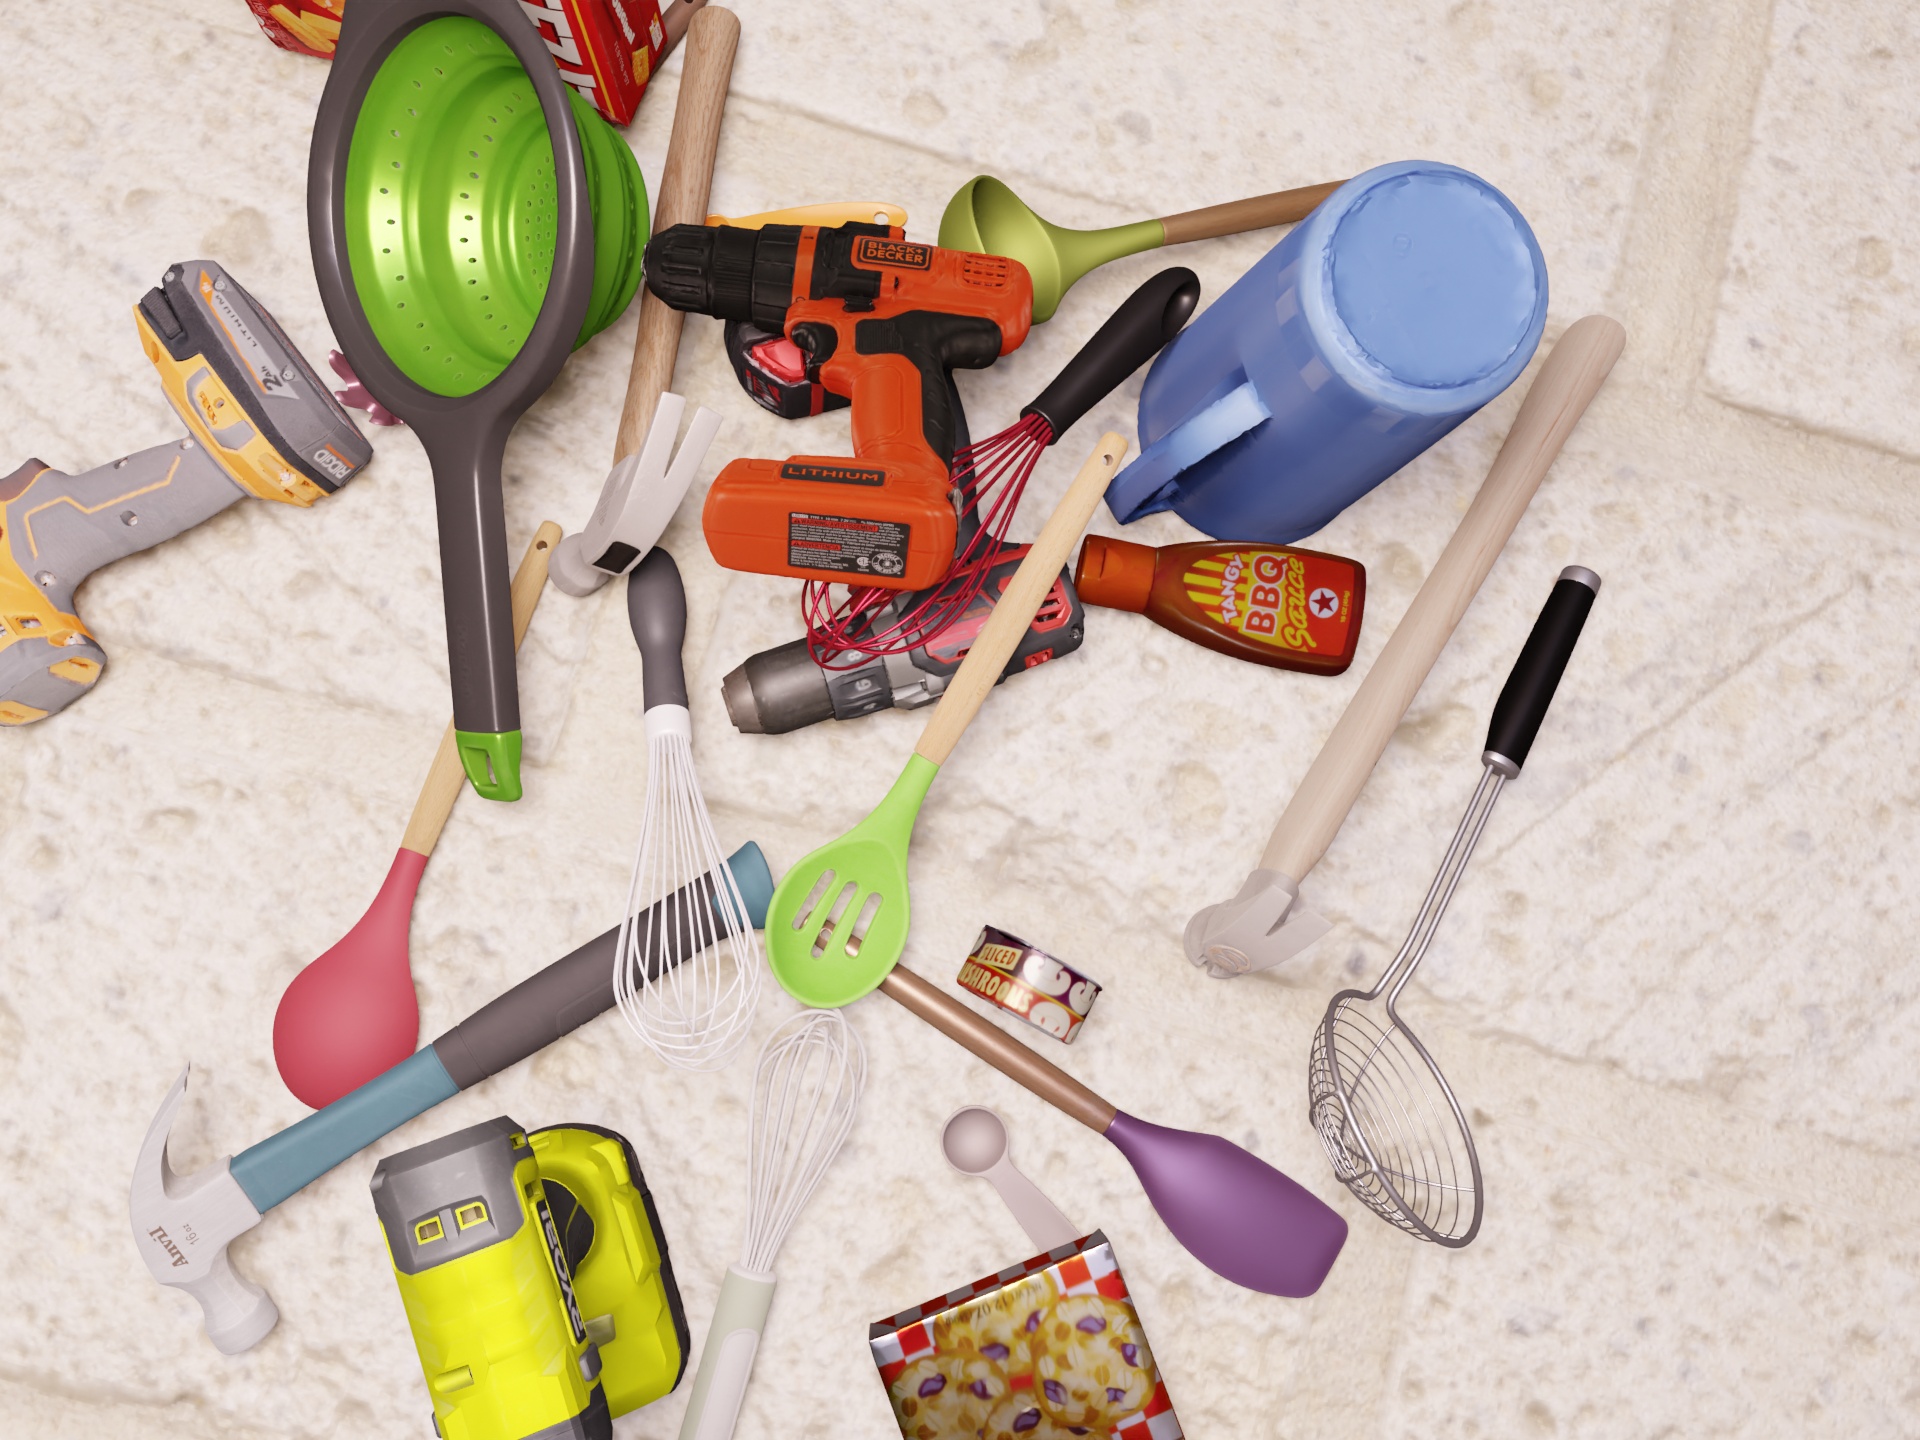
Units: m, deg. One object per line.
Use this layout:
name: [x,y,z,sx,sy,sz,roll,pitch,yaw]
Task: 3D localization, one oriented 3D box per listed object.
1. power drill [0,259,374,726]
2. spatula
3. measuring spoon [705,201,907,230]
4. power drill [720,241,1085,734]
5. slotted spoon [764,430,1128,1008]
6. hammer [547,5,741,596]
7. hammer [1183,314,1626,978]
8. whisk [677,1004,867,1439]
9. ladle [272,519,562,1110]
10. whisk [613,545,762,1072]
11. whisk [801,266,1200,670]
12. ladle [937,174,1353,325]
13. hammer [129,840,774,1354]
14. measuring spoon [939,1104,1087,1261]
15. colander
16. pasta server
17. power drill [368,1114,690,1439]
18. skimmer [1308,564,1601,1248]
power drill: [-0.438,-0.133,0.794,0.226,0.084,0.185,-38,83,-5]
spatula: [0.052,0.189,0.797,0.316,0.018,0.060,34,80,2]
measuring spoon: [-0.087,-0.273,0.880,0.117,0.011,0.021,-8,79,-9]
power drill: [-0.055,-0.111,0.819,0.188,0.080,0.227,-18,84,-8]
slotted spoon: [-0.001,-0.002,0.775,0.070,0.031,0.314,30,91,-12]
hammer: [-0.150,-0.233,0.827,0.031,0.130,0.331,18,68,-31]
hammer: [0.241,-0.052,0.805,0.038,0.146,0.411,33,74,3]
whisk: [-0.096,0.256,0.761,0.057,0.059,0.246,20,82,-28]
ladle: [-0.262,0.042,0.799,0.069,0.031,0.315,20,77,-5]
whisk: [-0.138,0.032,0.766,0.070,0.070,0.285,-7,60,-6]
whisk: [0.026,-0.129,0.766,0.073,0.073,0.296,42,68,4]
ladle: [0.133,-0.268,0.843,0.320,0.062,0.078,-17,87,-21]
hammer: [-0.232,0.159,0.761,0.331,0.033,0.128,-31,110,-14]
measuring spoon: [0.035,0.242,0.790,0.034,0.018,0.124,-40,91,-5]
colander: [-0.215,-0.162,0.780,0.204,0.094,0.397,4,100,37]
pasta server: [-0.228,-0.284,0.857,0.060,0.040,0.316,35,77,-9]
power drill: [-0.171,0.251,0.663,0.080,0.223,0.171,-19,81,-7]
skimmer: [0.272,0.078,0.798,0.127,0.090,0.363,37,74,-30]
